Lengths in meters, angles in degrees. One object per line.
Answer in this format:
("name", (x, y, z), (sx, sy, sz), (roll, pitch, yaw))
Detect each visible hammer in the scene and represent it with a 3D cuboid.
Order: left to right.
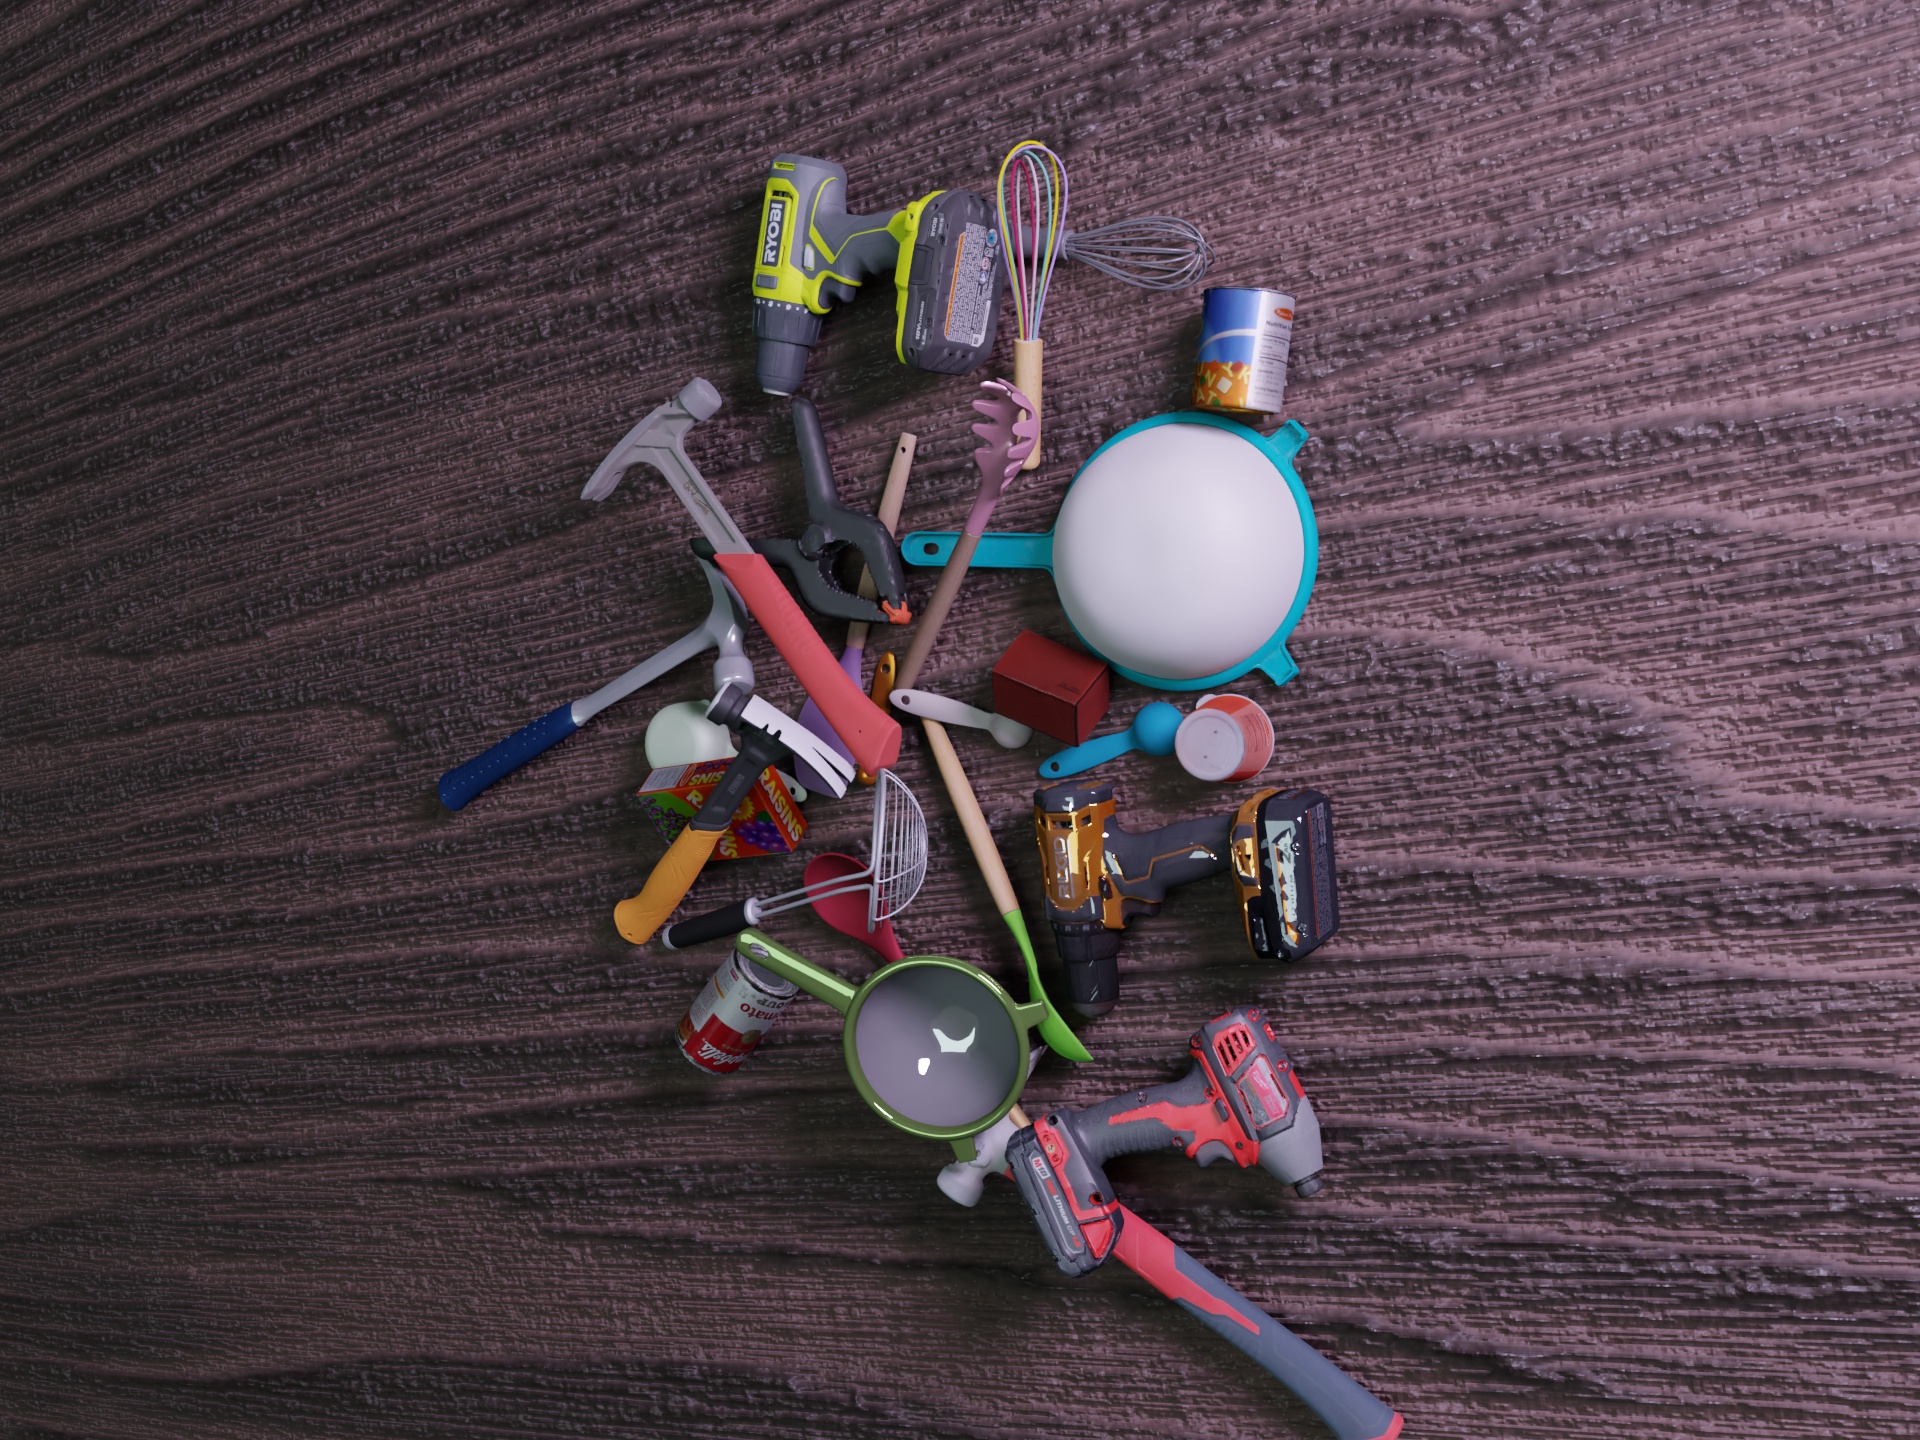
("hammer", (-0.342, -0.016, 1.453), (0.405, 0.035, 0.144), (-27, 59, 31))
("hammer", (-0.215, 0.103, 1.358), (0.127, 0.034, 0.336), (35, 132, -7))
("hammer", (-0.170, -0.100, 1.306), (0.149, 0.036, 0.359), (-40, 78, 20))
("hammer", (0.173, 0.413, 1.226), (0.386, 0.038, 0.143), (33, 92, 18))

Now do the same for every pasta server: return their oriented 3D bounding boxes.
("pasta server", (-0.006, -0.126, 1.230), (0.060, 0.040, 0.316), (59, 139, 34))

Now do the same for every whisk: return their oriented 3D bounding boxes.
("whisk", (0.048, -0.312, 1.211), (0.051, 0.047, 0.244), (13, 118, 28))
("whisk", (0.084, -0.364, 1.221), (0.239, 0.055, 0.055), (15, 101, 31))

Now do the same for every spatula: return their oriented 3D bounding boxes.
("spatula", (-0.085, -0.087, 1.340), (0.060, 0.018, 0.316), (19, 103, 14))

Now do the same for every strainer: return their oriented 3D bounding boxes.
("strainer", (-0.059, 0.227, 1.271), (0.256, 0.069, 0.151), (27, 105, 10))
("strainer", (0.092, -0.129, 1.203), (0.340, 0.095, 0.211), (4, 96, 26))

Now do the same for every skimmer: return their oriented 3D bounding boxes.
("skimmer", (-0.156, 0.138, 1.317), (0.363, 0.090, 0.127), (-21, 56, 40))

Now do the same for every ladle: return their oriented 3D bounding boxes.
("ladle", (-0.025, 0.238, 1.329), (0.069, 0.031, 0.315), (-45, 76, 27))

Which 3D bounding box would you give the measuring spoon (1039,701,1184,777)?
("measuring spoon", (0.114, 0.021, 1.243), (0.128, 0.021, 0.042), (-22, 84, 26))

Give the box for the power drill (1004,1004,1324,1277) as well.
("power drill", (0.157, 0.322, 1.188), (0.219, 0.078, 0.143), (-29, 76, 7))

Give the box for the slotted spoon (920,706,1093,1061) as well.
("slotted spoon", (0.031, 0.131, 1.282), (0.031, 0.070, 0.314), (-23, 76, 0))

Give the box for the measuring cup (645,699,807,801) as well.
("measuring cup", (-0.210, 0.037, 1.401), (0.168, 0.038, 0.083), (23, 104, 26))

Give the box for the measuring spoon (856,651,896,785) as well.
("measuring spoon", (-0.072, -0.001, 1.343), (0.021, 0.011, 0.117), (16, 101, 25))

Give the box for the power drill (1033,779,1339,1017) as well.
("power drill", (0.164, 0.137, 1.197), (0.226, 0.084, 0.185), (-2, 96, 31))

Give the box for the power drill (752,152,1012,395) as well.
("power drill", (-0.079, -0.345, 1.272), (0.229, 0.080, 0.190), (20, 106, 37))

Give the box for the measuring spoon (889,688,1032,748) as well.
("measuring spoon", (-0.002, -0.004, 1.292), (0.124, 0.018, 0.034), (15, 103, 14))
